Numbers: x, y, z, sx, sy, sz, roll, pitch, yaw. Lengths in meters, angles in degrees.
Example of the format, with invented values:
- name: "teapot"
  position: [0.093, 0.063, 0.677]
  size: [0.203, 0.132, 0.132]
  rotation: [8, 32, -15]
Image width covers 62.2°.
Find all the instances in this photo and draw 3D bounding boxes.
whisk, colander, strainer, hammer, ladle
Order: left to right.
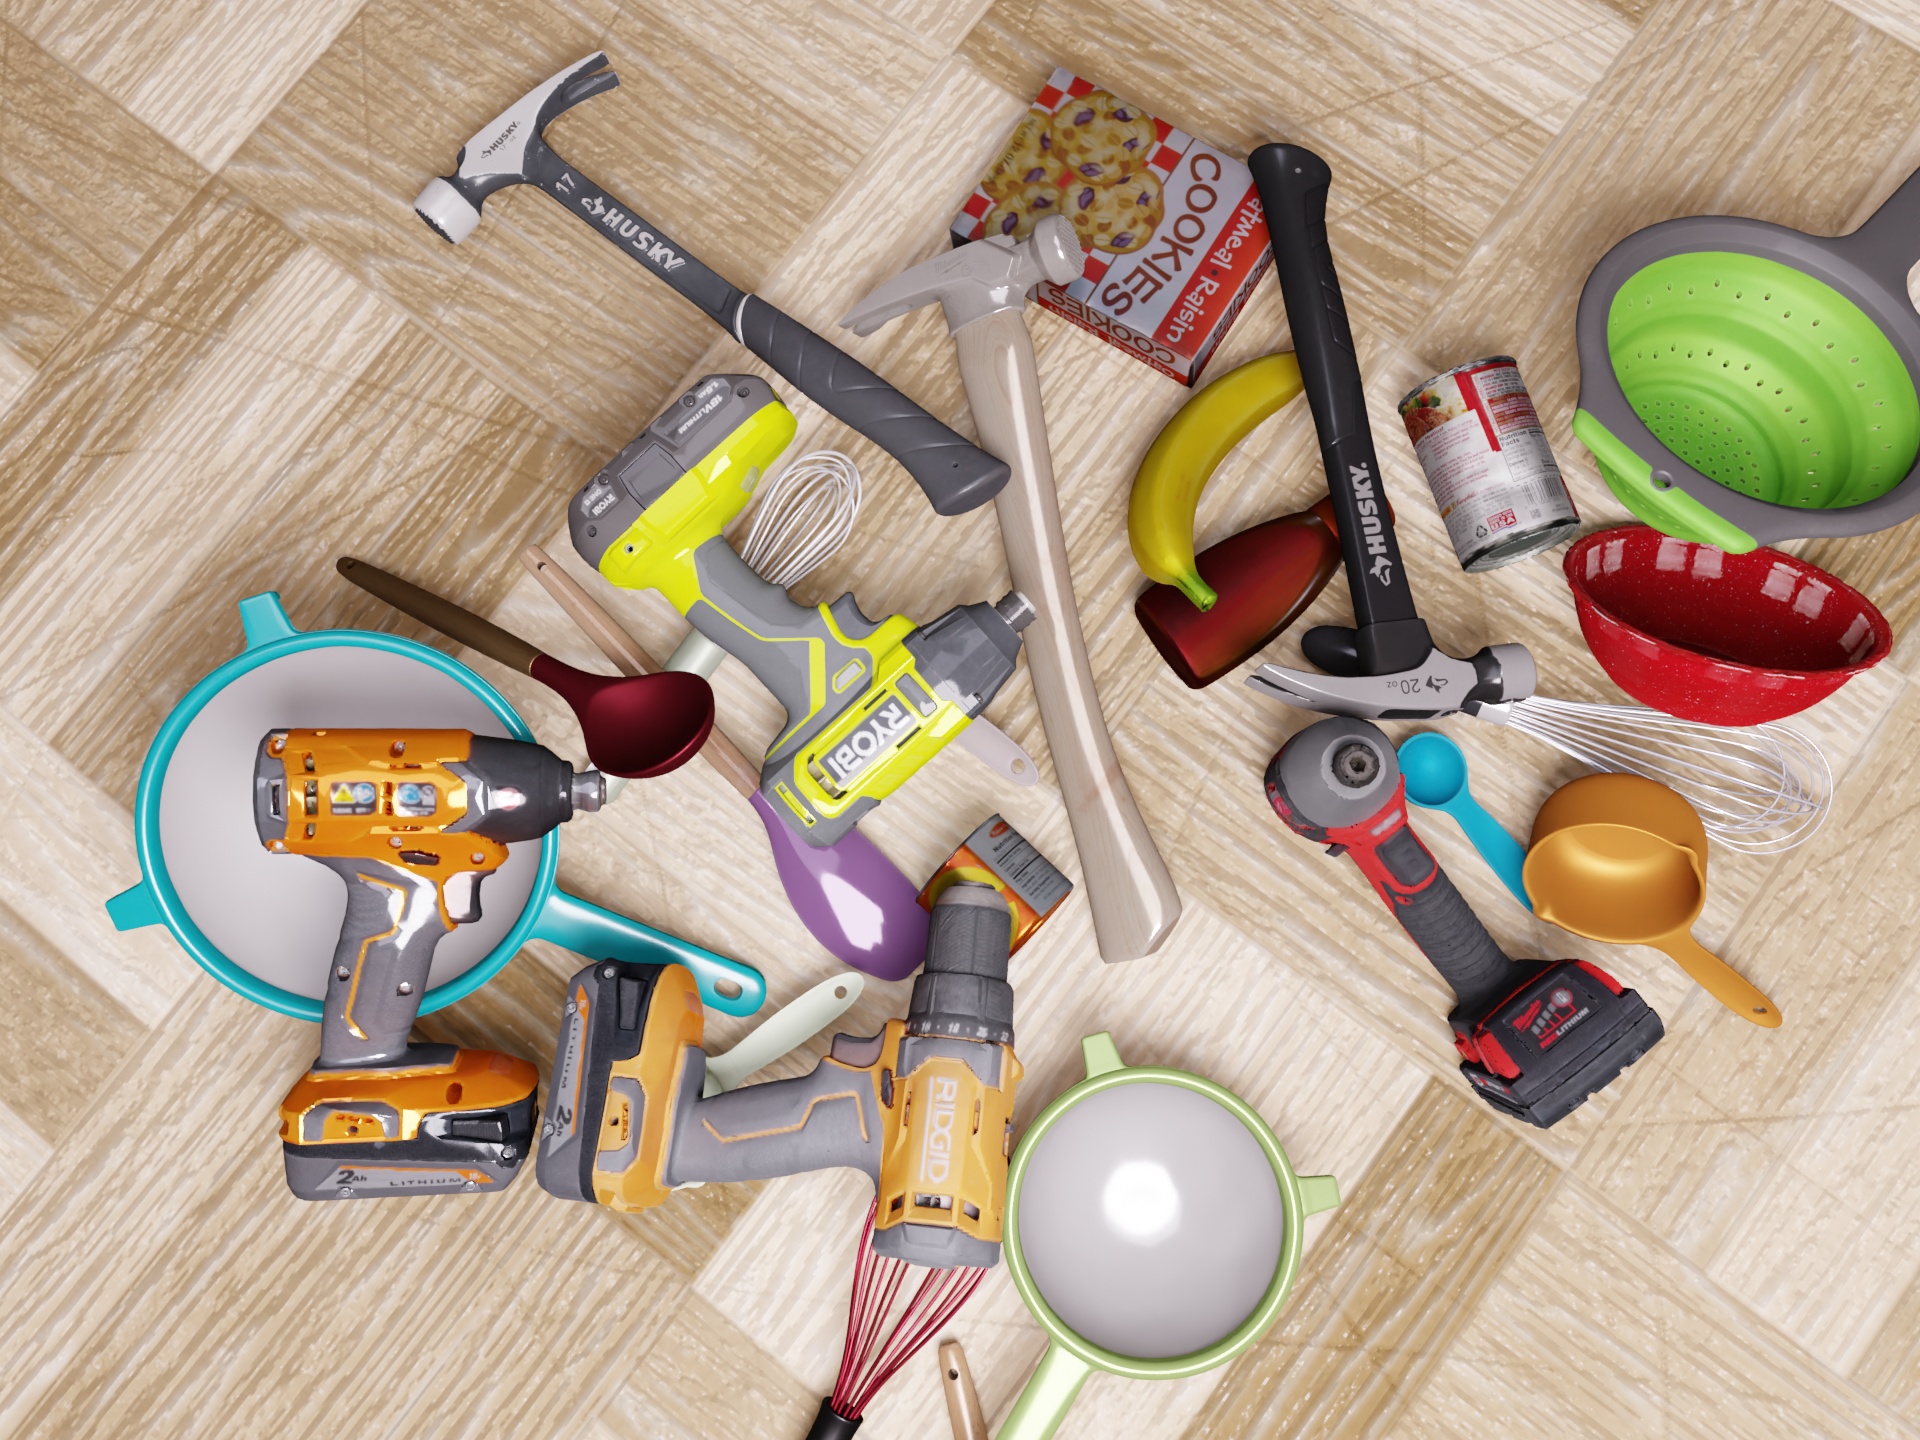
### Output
- name: "strainer"
  position: [-0.264, 0.077, 0.876]
  size: [0.340, 0.095, 0.211]
  rotation: [25, 96, -13]
- name: "ladle"
  position: [-0.246, -0.038, 0.864]
  size: [0.316, 0.031, 0.069]
  rotation: [24, 63, 32]
- name: "whisk"
  position: [-0.137, -0.052, 0.909]
  size: [0.246, 0.059, 0.058]
  rotation: [-53, 44, -3]
- name: "hammer"
  position: [-0.134, -0.247, 0.925]
  size: [0.409, 0.036, 0.149]
  rotation: [38, 83, 17]
- name: "whisk"
  position: [-0.052, 0.337, 0.819]
  size: [0.073, 0.073, 0.296]
  rotation: [27, 87, 8]
- name: "hammer"
  position: [0.039, -0.067, 0.891]
  size: [0.146, 0.038, 0.411]
  rotation: [-16, 82, 24]
- name: "strainer"
  position: [0.068, 0.298, 0.811]
  size: [0.151, 0.069, 0.256]
  rotation: [32, 83, 6]
- name: "hammer"
  position: [0.200, -0.161, 0.858]
  size: [0.146, 0.035, 0.335]
  rotation: [-7, 76, -9]
- name: "whisk"
  position: [0.322, 0.002, 0.861]
  size: [0.284, 0.070, 0.070]
  rotation: [19, 81, 13]
- name: "colander"
  position: [0.468, -0.212, 0.884]
  size: [0.204, 0.094, 0.397]
  rotation: [43, 67, 14]

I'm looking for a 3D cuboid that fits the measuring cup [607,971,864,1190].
- name: "measuring cup"
  position: [-0.121, 0.188, 0.863]
  size: [0.167, 0.038, 0.083]
  rotation: [-35, 79, -5]

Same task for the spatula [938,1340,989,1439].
- name: "spatula"
  position: [0.033, 0.475, 0.793]
  size: [0.082, 0.044, 0.318]
  rotation: [-16, 77, 4]

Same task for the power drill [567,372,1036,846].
- name: "power drill"
  position: [-0.083, -0.068, 0.847]
  size: [0.171, 0.080, 0.223]
  rotation: [-42, 88, 3]

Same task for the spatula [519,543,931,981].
- name: "spatula"
  position: [-0.132, 0.022, 0.879]
  size: [0.060, 0.018, 0.316]
  rotation: [-43, 91, -7]

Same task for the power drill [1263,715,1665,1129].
- name: "power drill"
  position: [0.241, 0.091, 0.804]
  size: [0.078, 0.143, 0.220]
  rotation: [-38, 81, -1]

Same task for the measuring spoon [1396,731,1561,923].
- name: "measuring spoon"
  position: [0.283, 0.062, 0.873]
  size: [0.042, 0.021, 0.128]
  rotation: [-40, 88, -11]

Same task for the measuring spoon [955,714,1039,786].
- name: "measuring spoon"
  position: [-0.001, -0.003, 0.892]
  size: [0.124, 0.018, 0.034]
  rotation: [39, 105, 19]

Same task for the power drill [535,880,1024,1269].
- name: "power drill"
  position: [-0.081, 0.166, 0.793]
  size: [0.226, 0.084, 0.185]
  rotation: [3, 72, 10]

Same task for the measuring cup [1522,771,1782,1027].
- name: "measuring cup"
  position: [0.374, 0.094, 0.837]
  size: [0.173, 0.095, 0.052]
  rotation: [39, 47, -12]

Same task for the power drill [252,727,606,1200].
- name: "power drill"
  position: [-0.260, 0.116, 0.795]
  size: [0.164, 0.084, 0.226]
  rotation: [0, 97, -10]
